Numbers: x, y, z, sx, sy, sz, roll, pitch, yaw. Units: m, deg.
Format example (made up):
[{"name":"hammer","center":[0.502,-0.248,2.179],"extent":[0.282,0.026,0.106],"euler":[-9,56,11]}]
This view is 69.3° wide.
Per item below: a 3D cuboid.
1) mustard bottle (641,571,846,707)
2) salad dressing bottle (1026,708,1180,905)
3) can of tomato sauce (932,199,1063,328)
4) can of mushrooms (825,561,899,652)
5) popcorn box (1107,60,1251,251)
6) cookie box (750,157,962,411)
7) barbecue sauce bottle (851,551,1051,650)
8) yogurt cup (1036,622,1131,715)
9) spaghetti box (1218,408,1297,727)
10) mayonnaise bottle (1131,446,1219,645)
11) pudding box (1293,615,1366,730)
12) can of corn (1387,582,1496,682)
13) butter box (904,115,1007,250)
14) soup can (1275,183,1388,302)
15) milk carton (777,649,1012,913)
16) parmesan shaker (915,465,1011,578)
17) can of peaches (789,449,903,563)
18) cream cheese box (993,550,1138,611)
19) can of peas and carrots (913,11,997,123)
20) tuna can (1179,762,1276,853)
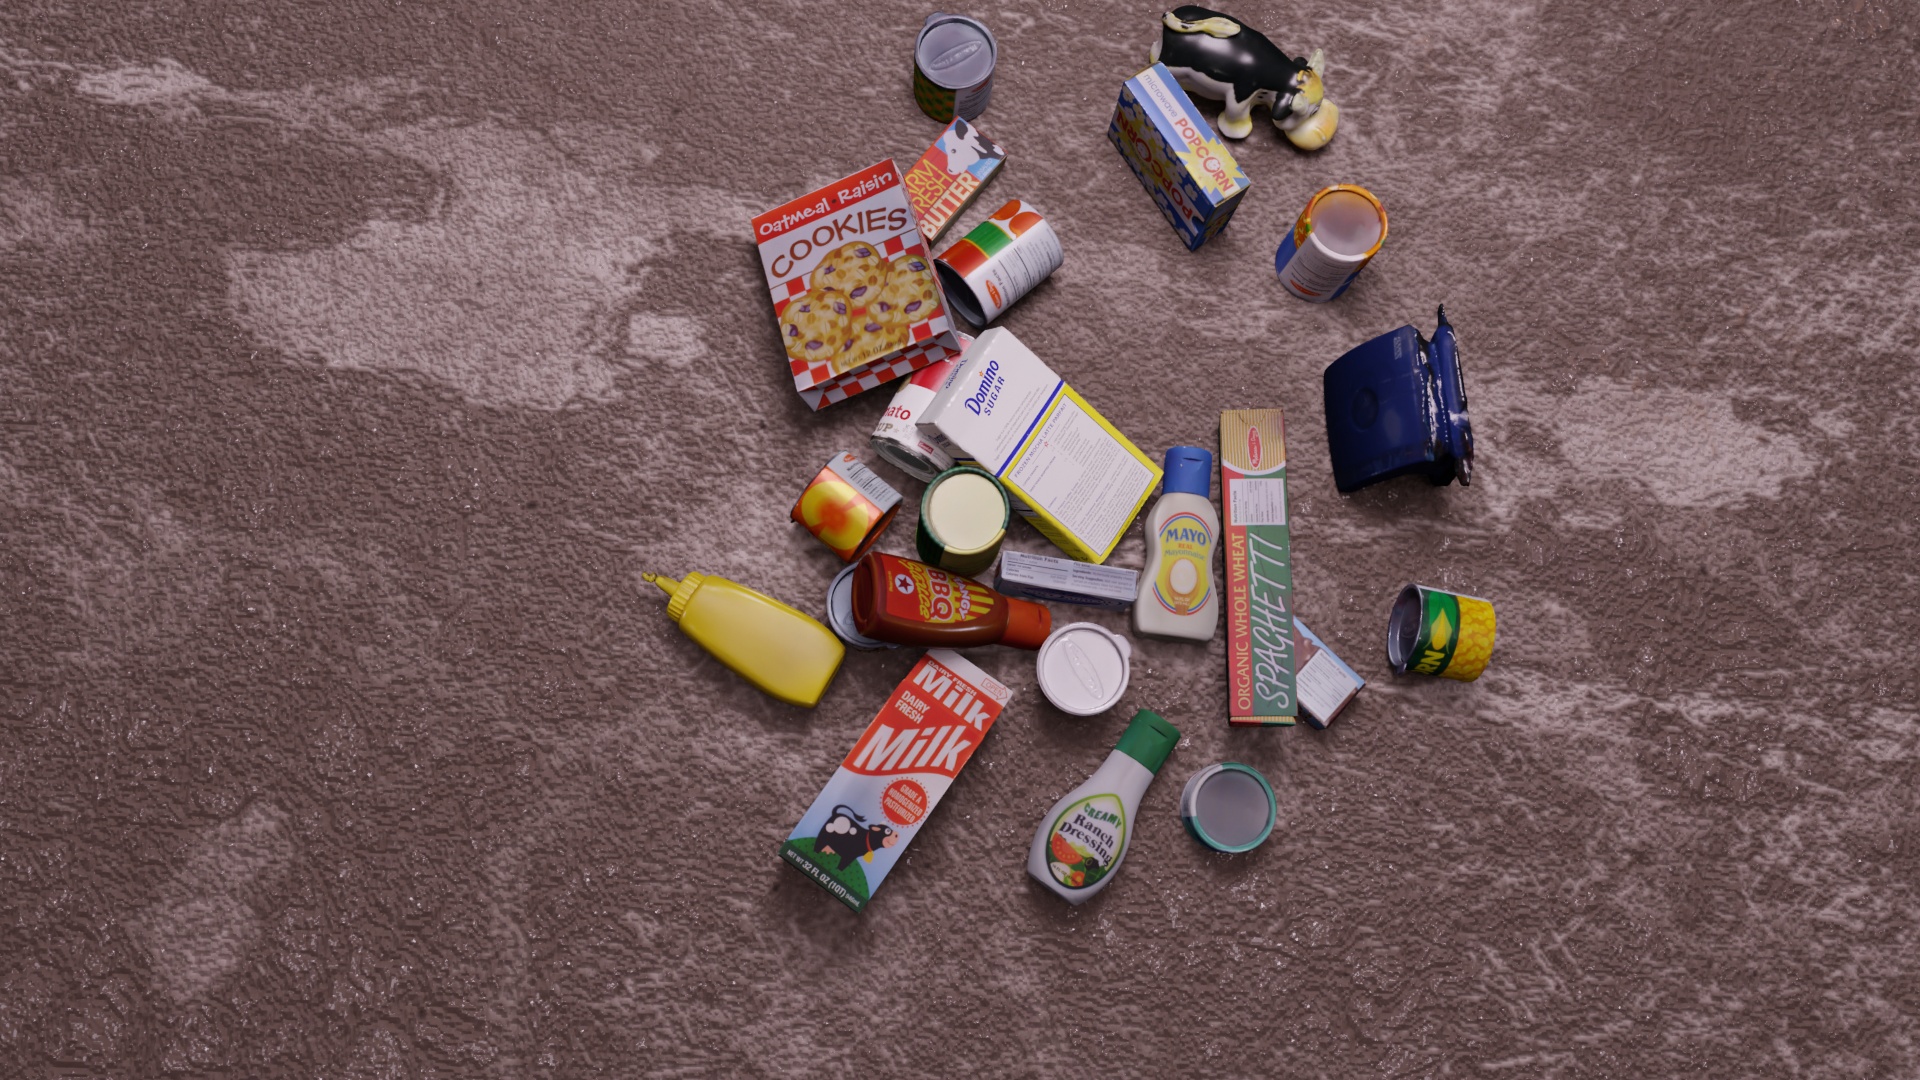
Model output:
[{"name":"mustard bottle","center":[-0.164,0.063,1.025],"extent":[0.160,0.048,0.065],"euler":[31,78,4]},{"name":"salad dressing bottle","center":[0.107,0.193,1.017],"extent":[0.064,0.044,0.148],"euler":[35,78,3]},{"name":"can of tomato sauce","center":[0.028,-0.218,1.091],"extent":[0.083,0.071,0.071],"euler":[-40,83,-11]},{"name":"can of mushrooms","center":[-0.066,0.052,1.042],"extent":[0.071,0.033,0.071],"euler":[1,77,-4]},{"name":"popcorn box","center":[0.172,-0.306,1.109],"extent":[0.038,0.085,0.127],"euler":[-32,81,-10]},{"name":"cookie box","center":[-0.081,-0.196,1.059],"extent":[0.123,0.040,0.168],"euler":[-21,65,8]},{"name":"barbecue sauce bottle","center":[-0.005,0.052,1.014],"extent":[0.148,0.043,0.065],"euler":[13,50,-27]},{"name":"yogurt cup","center":[0.088,0.098,1.031],"extent":[0.072,0.054,0.072],"euler":[1,78,-3]},{"name":"spaghetti box","center":[0.223,0.019,1.048],"extent":[0.050,0.028,0.251],"euler":[-1,69,8]},{"name":"mayonnaise bottle","center":[0.168,0.003,1.063],"extent":[0.065,0.041,0.148],"euler":[7,78,-2]},{"name":"pudding box","center":[0.259,0.098,1.054],"extent":[0.084,0.030,0.050],"euler":[43,80,6]},{"name":"can of corn","center":[0.362,0.072,1.048],"extent":[0.058,0.071,0.071],"euler":[11,78,-2]},{"name":"butter box","center":[-0.014,-0.289,1.124],"extent":[0.053,0.024,0.104],"euler":[38,78,4]},{"name":"soup can","center":[0.295,-0.238,1.103],"extent":[0.071,0.083,0.071],"euler":[1,77,-3]},{"name":"milk carton","center":[-0.044,0.167,0.997],"extent":[0.072,0.073,0.191],"euler":[35,78,5]},{"name":"parmesan shaker","center":[0.004,-0.013,1.025],"extent":[0.071,0.103,0.071],"euler":[1,78,-3]},{"name":"can of peaches","center":[-0.086,-0.023,1.042],"extent":[0.058,0.071,0.071],"euler":[38,78,4]},{"name":"cream cheese box","center":[0.079,0.031,1.045],"extent":[0.104,0.053,0.024],"euler":[9,78,-2]},{"name":"can of peas and carrots","center":[-0.007,-0.384,1.128],"extent":[0.071,0.058,0.071],"euler":[1,77,-3]},{"name":"tuna can","center":[0.200,0.199,1.027],"extent":[0.071,0.032,0.071],"euler":[1,78,-3]}]
